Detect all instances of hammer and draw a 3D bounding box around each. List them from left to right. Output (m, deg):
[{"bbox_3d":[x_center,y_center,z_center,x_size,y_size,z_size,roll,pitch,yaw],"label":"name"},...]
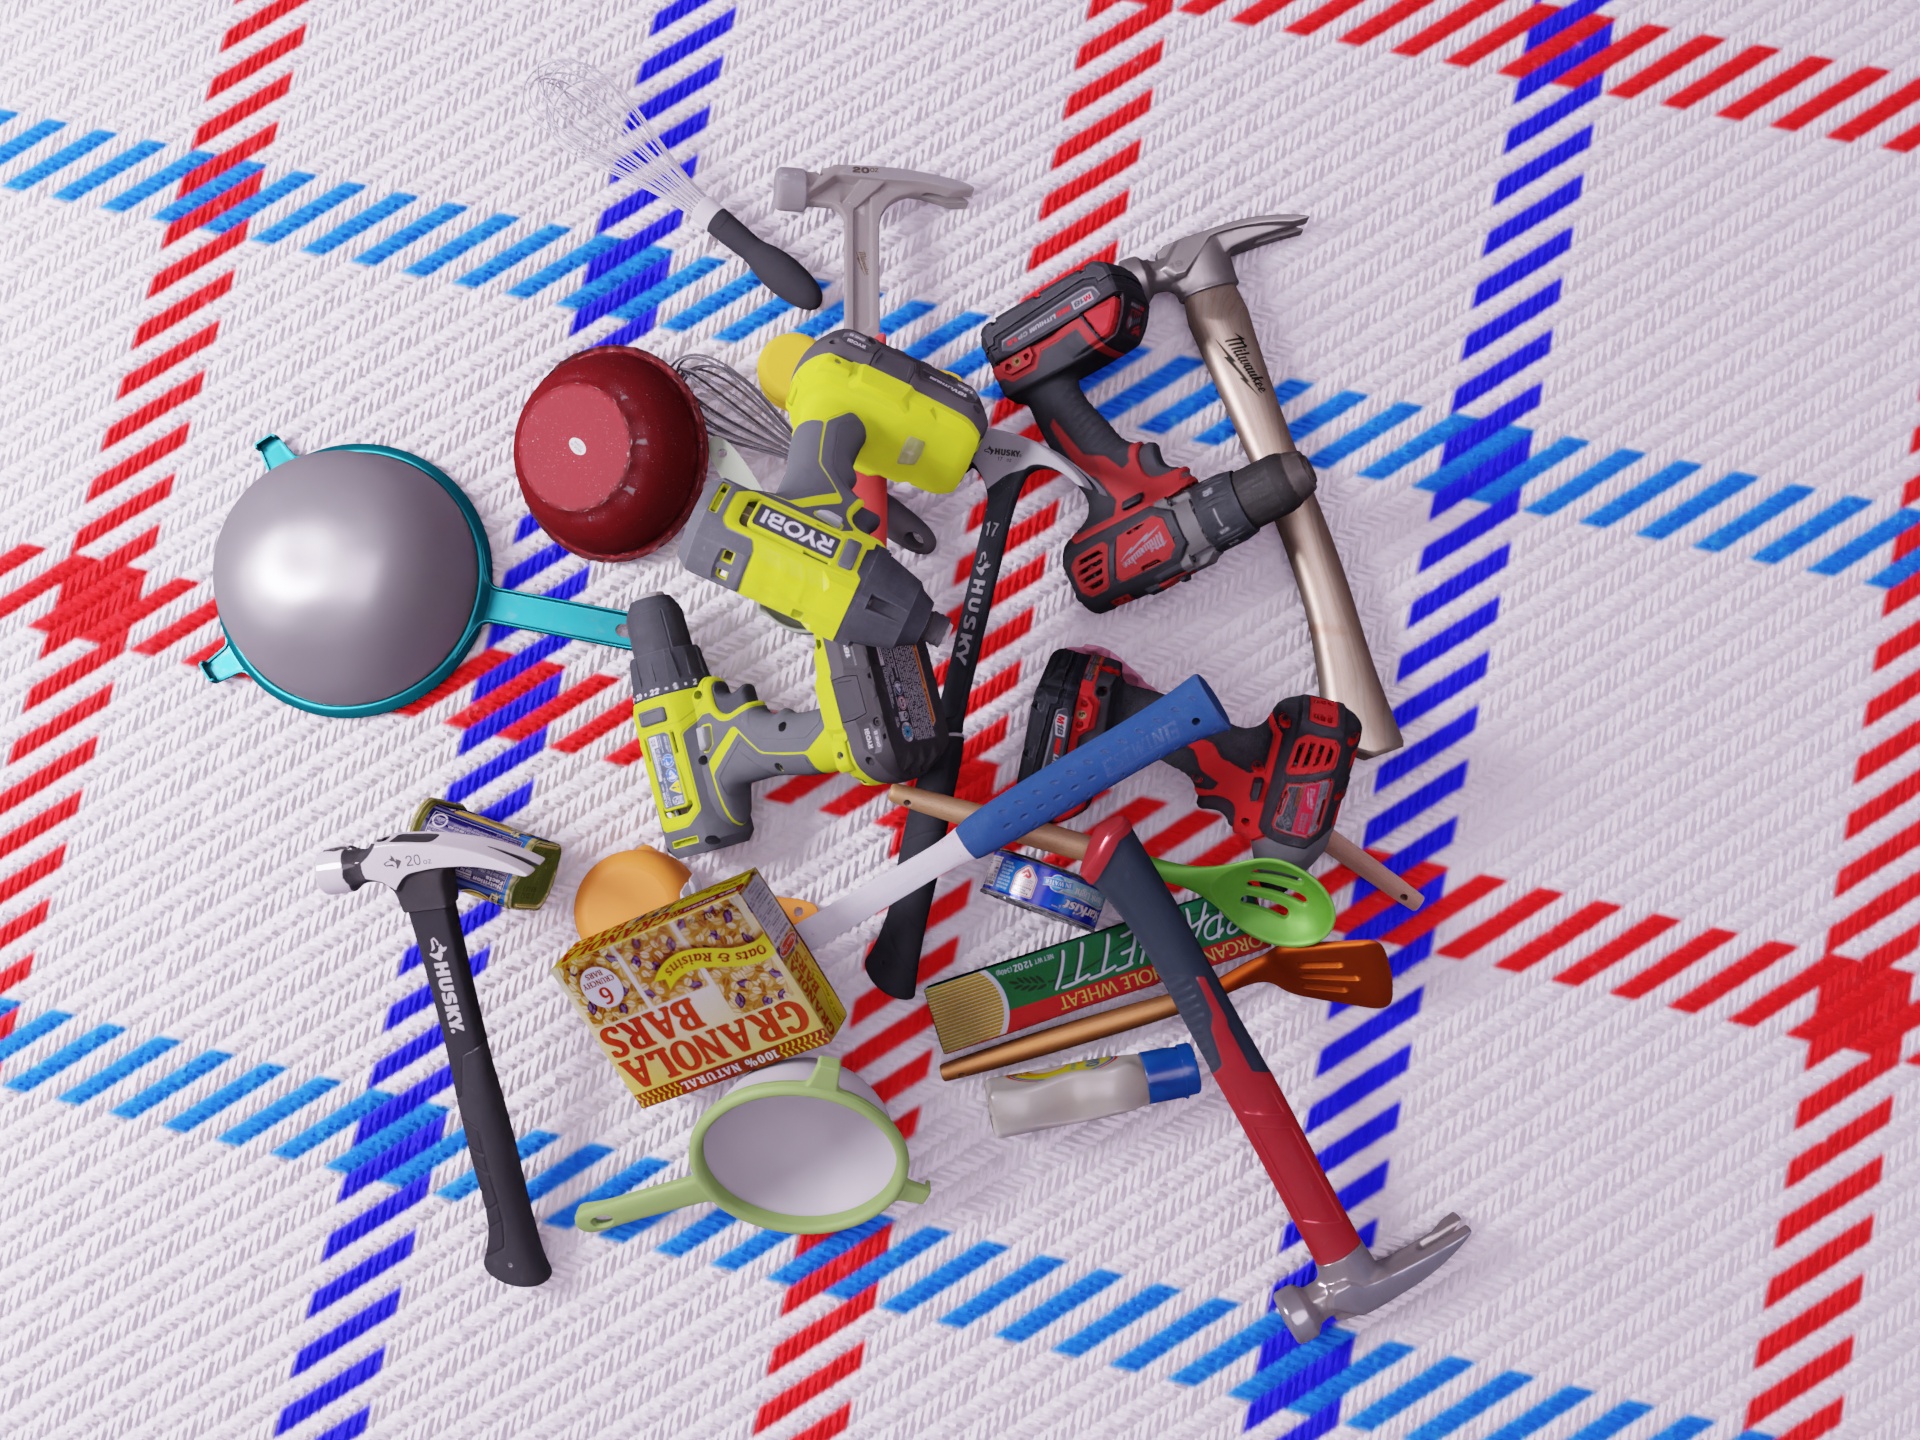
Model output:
[{"bbox_3d":[-0.329,0.236,1.090,0.146,0.035,0.334,-8,103,7],"label":"hammer"},{"bbox_3d":[-0.062,-0.235,1.162,0.149,0.036,0.359,1,79,-11],"label":"hammer"},{"bbox_3d":[-0.008,0.083,1.065,0.405,0.035,0.144,-31,102,16],"label":"hammer"},{"bbox_3d":[-0.002,-0.004,1.127,0.149,0.036,0.409,14,92,39],"label":"hammer"},{"bbox_3d":[0.202,0.229,1.076,0.143,0.038,0.386,-29,98,-2],"label":"hammer"},{"bbox_3d":[0.249,-0.172,1.170,0.146,0.038,0.411,-18,83,-1],"label":"hammer"}]

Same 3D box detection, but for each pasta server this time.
[{"bbox_3d":[0.199,0.043,1.145,0.316,0.040,0.060,36,117,4],"label":"pasta server"}]

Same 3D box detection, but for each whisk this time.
[{"bbox_3d":[-0.217,-0.405,1.209,0.284,0.070,0.070,40,86,2],"label":"whisk"},{"bbox_3d":[-0.118,-0.194,1.184,0.239,0.055,0.055,35,86,1],"label":"whisk"}]

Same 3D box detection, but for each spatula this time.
[{"bbox_3d":[0.141,0.211,1.122,0.322,0.080,0.041,-17,43,4],"label":"spatula"}]

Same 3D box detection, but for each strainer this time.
[{"bbox_3d":[-0.397,-0.099,1.156,0.340,0.095,0.211,11,84,5],"label":"strainer"},{"bbox_3d":[-0.156,0.301,1.118,0.256,0.069,0.151,-20,122,17],"label":"strainer"}]

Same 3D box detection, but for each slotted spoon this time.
[{"bbox_3d":[0.103,0.090,1.087,0.314,0.031,0.070,16,124,0],"label":"slotted spoon"}]

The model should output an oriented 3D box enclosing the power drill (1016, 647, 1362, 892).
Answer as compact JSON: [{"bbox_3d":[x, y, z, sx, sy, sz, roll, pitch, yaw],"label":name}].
[{"bbox_3d":[0.154,0.037,1.103,0.219,0.079,0.143,13,116,8],"label":"power drill"}]

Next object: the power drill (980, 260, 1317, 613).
[{"bbox_3d":[0.131,-0.209,1.133,0.188,0.080,0.227,-25,84,24],"label":"power drill"}]

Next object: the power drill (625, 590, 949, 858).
[{"bbox_3d":[-0.135,-0.018,1.104,0.228,0.080,0.190,-16,87,31],"label":"power drill"}]

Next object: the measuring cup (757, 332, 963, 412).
[{"bbox_3d":[-0.077,-0.261,1.195,0.156,0.029,0.062,4,83,4],"label":"measuring cup"}]

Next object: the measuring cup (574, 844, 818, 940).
[{"bbox_3d":[-0.191,0.136,1.141,0.173,0.052,0.095,0,83,4],"label":"measuring cup"}]

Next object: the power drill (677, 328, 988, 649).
[{"bbox_3d":[-0.066,-0.145,1.034,0.171,0.080,0.223,24,47,-6],"label":"power drill"}]

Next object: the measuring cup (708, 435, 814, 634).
[{"bbox_3d":[-0.137,-0.137,1.177,0.083,0.038,0.167,-33,84,-2],"label":"measuring cup"}]
